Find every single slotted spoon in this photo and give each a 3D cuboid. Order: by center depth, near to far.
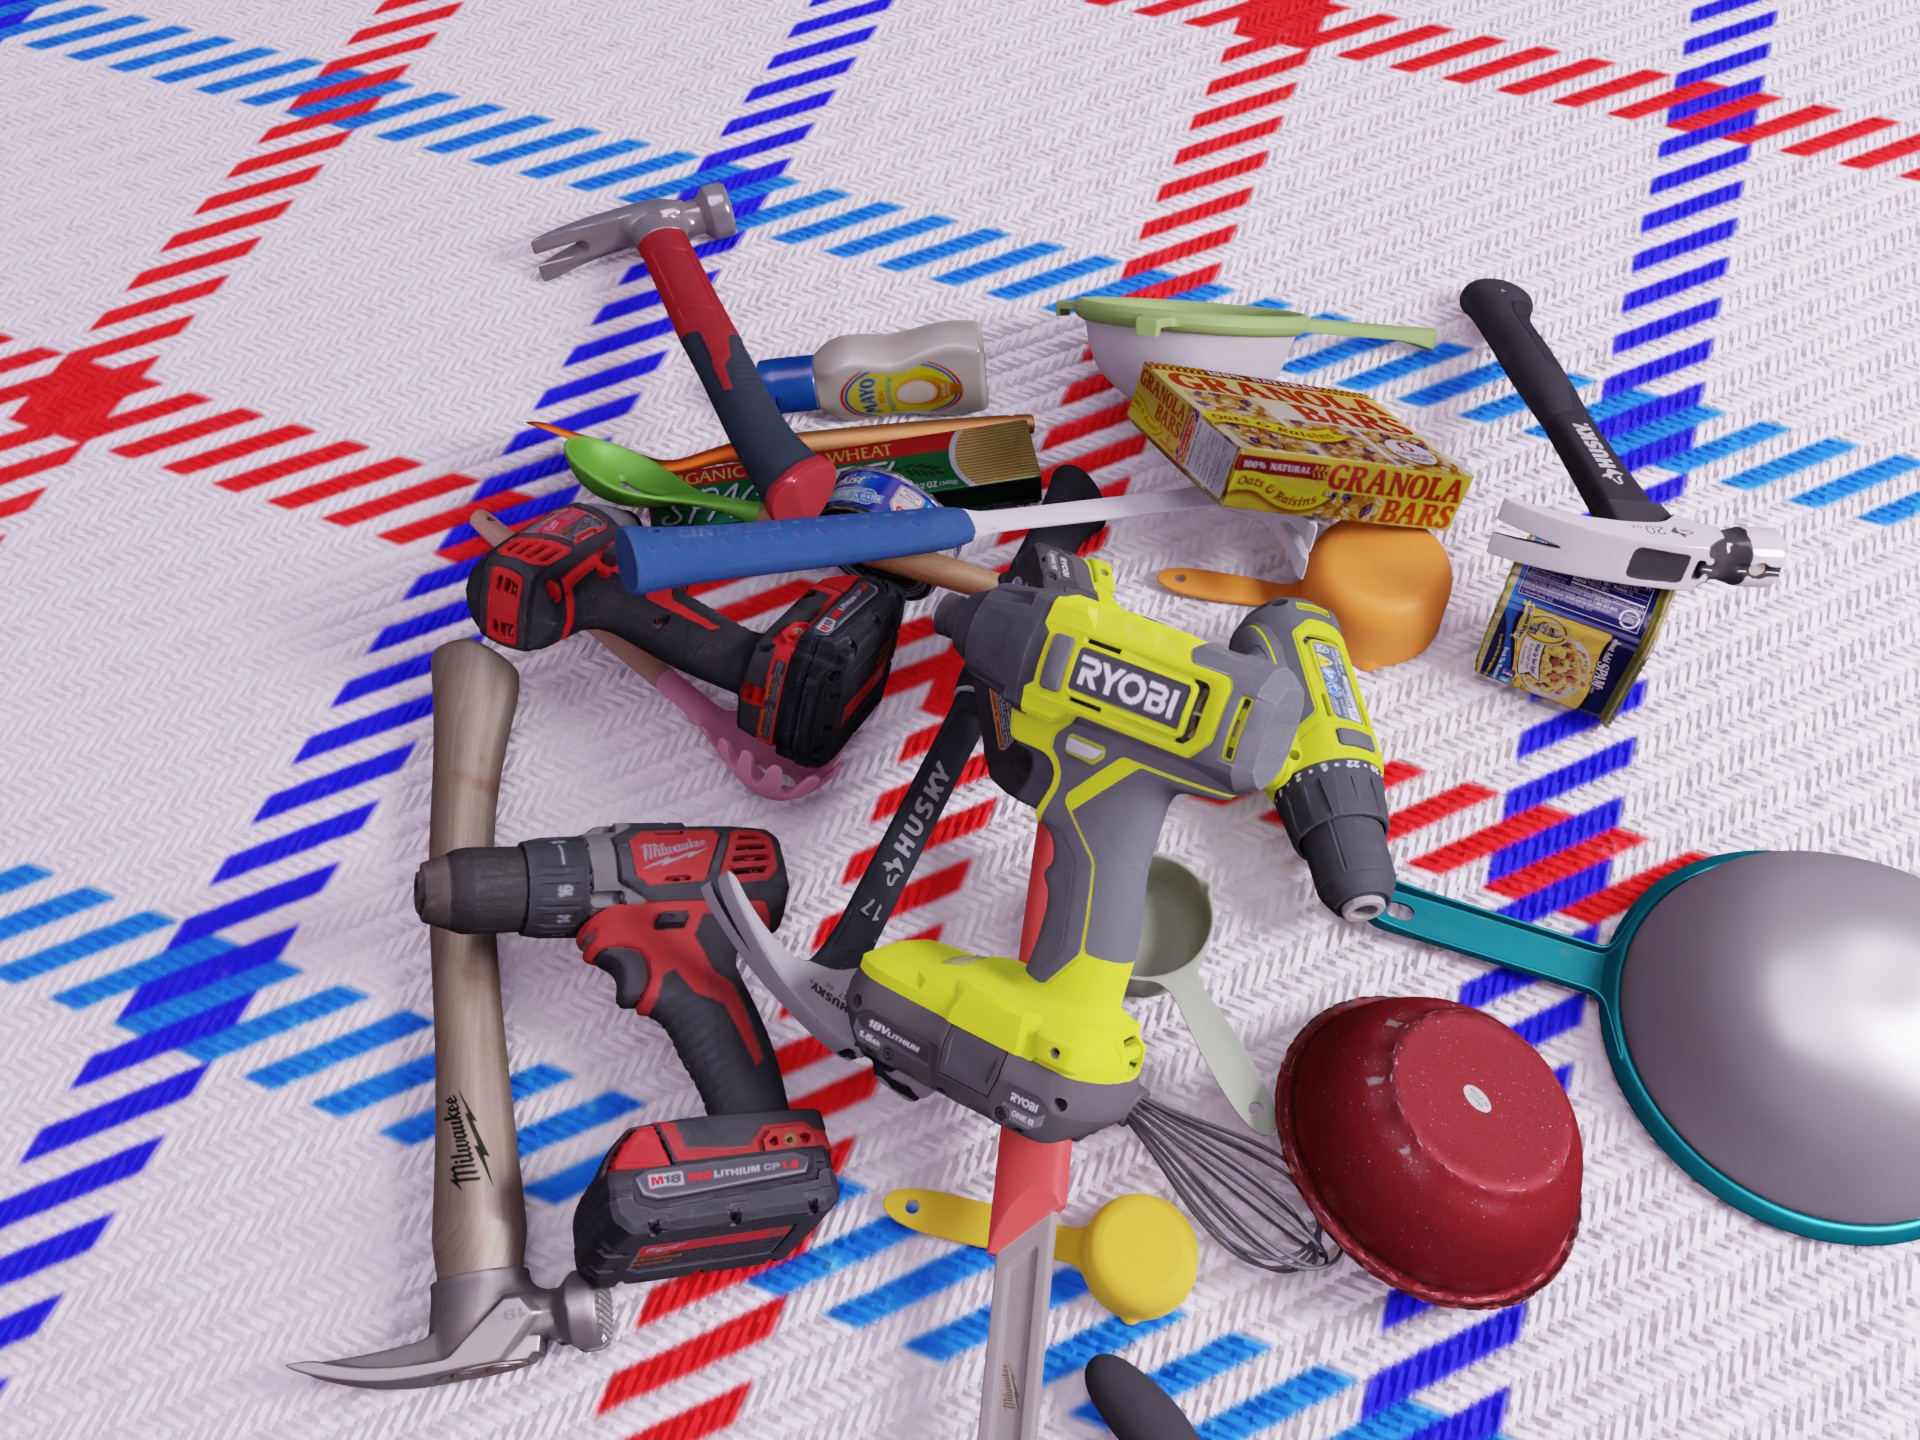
[{"bbox_3d":[-0.093,-0.110,0.920,0.314,0.031,0.070,18,21,16],"label":"slotted spoon"}]

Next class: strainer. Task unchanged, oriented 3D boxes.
[{"bbox_3d":[0.377,0.124,0.796,0.340,0.095,0.211,17,61,10],"label":"strainer"},{"bbox_3d":[0.195,-0.233,1.039,0.256,0.069,0.152,0,18,-18],"label":"strainer"}]

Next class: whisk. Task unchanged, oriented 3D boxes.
[{"bbox_3d":[0.157,0.380,0.675,0.070,0.070,0.285,-38,61,-19],"label":"whisk"},{"bbox_3d":[0.088,0.191,0.795,0.239,0.055,0.055,36,66,26],"label":"whisk"}]

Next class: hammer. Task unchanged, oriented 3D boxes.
[{"bbox_3d":[0.027,0.205,0.761,0.149,0.036,0.359,-1,62,17],"label":"hammer"},{"bbox_3d":[-0.272,0.134,0.845,0.146,0.038,0.411,-10,59,-3],"label":"hammer"},{"bbox_3d":[-0.001,-0.003,0.881,0.149,0.036,0.409,39,52,-16],"label":"hammer"},{"bbox_3d":[0.015,-0.108,0.884,0.405,0.035,0.144,-10,38,-25],"label":"hammer"},{"bbox_3d":[0.355,-0.185,0.956,0.146,0.035,0.335,3,39,-3],"label":"hammer"},{"bbox_3d":[-0.172,-0.234,1.007,0.143,0.038,0.387,-19,45,-9],"label":"hammer"}]

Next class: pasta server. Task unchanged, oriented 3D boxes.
[{"bbox_3d":[-0.192,-0.046,0.949,0.316,0.040,0.060,38,35,23],"label":"pasta server"}]

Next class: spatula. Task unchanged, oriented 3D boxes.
[{"bbox_3d":[-0.112,-0.186,1.025,0.322,0.081,0.041,-6,99,-7],"label":"spatula"}]

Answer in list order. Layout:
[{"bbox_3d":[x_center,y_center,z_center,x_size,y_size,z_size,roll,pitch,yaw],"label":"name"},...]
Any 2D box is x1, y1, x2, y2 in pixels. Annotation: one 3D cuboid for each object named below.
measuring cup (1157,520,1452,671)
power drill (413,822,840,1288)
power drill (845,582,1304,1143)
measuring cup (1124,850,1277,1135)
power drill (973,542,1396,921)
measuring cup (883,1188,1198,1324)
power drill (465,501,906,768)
[{"bbox_3d":[0.207,-0.088,0.953,0.173,0.052,0.095,8,60,4],"label":"measuring cup"},{"bbox_3d":[-0.162,0.150,0.778,0.187,0.080,0.227,1,54,-27],"label":"power drill"},{"bbox_3d":[0.037,0.056,0.714,0.171,0.080,0.223,22,99,26],"label":"power drill"},{"bbox_3d":[0.115,0.144,0.823,0.083,0.038,0.168,-23,60,-11],"label":"measuring cup"},{"bbox_3d":[0.127,0.005,0.837,0.228,0.080,0.191,13,50,-26],"label":"power drill"},{"bbox_3d":[0.038,0.247,0.769,0.156,0.029,0.062,11,60,6],"label":"measuring cup"},{"bbox_3d":[-0.151,-0.063,0.906,0.220,0.078,0.143,20,30,9],"label":"power drill"}]
